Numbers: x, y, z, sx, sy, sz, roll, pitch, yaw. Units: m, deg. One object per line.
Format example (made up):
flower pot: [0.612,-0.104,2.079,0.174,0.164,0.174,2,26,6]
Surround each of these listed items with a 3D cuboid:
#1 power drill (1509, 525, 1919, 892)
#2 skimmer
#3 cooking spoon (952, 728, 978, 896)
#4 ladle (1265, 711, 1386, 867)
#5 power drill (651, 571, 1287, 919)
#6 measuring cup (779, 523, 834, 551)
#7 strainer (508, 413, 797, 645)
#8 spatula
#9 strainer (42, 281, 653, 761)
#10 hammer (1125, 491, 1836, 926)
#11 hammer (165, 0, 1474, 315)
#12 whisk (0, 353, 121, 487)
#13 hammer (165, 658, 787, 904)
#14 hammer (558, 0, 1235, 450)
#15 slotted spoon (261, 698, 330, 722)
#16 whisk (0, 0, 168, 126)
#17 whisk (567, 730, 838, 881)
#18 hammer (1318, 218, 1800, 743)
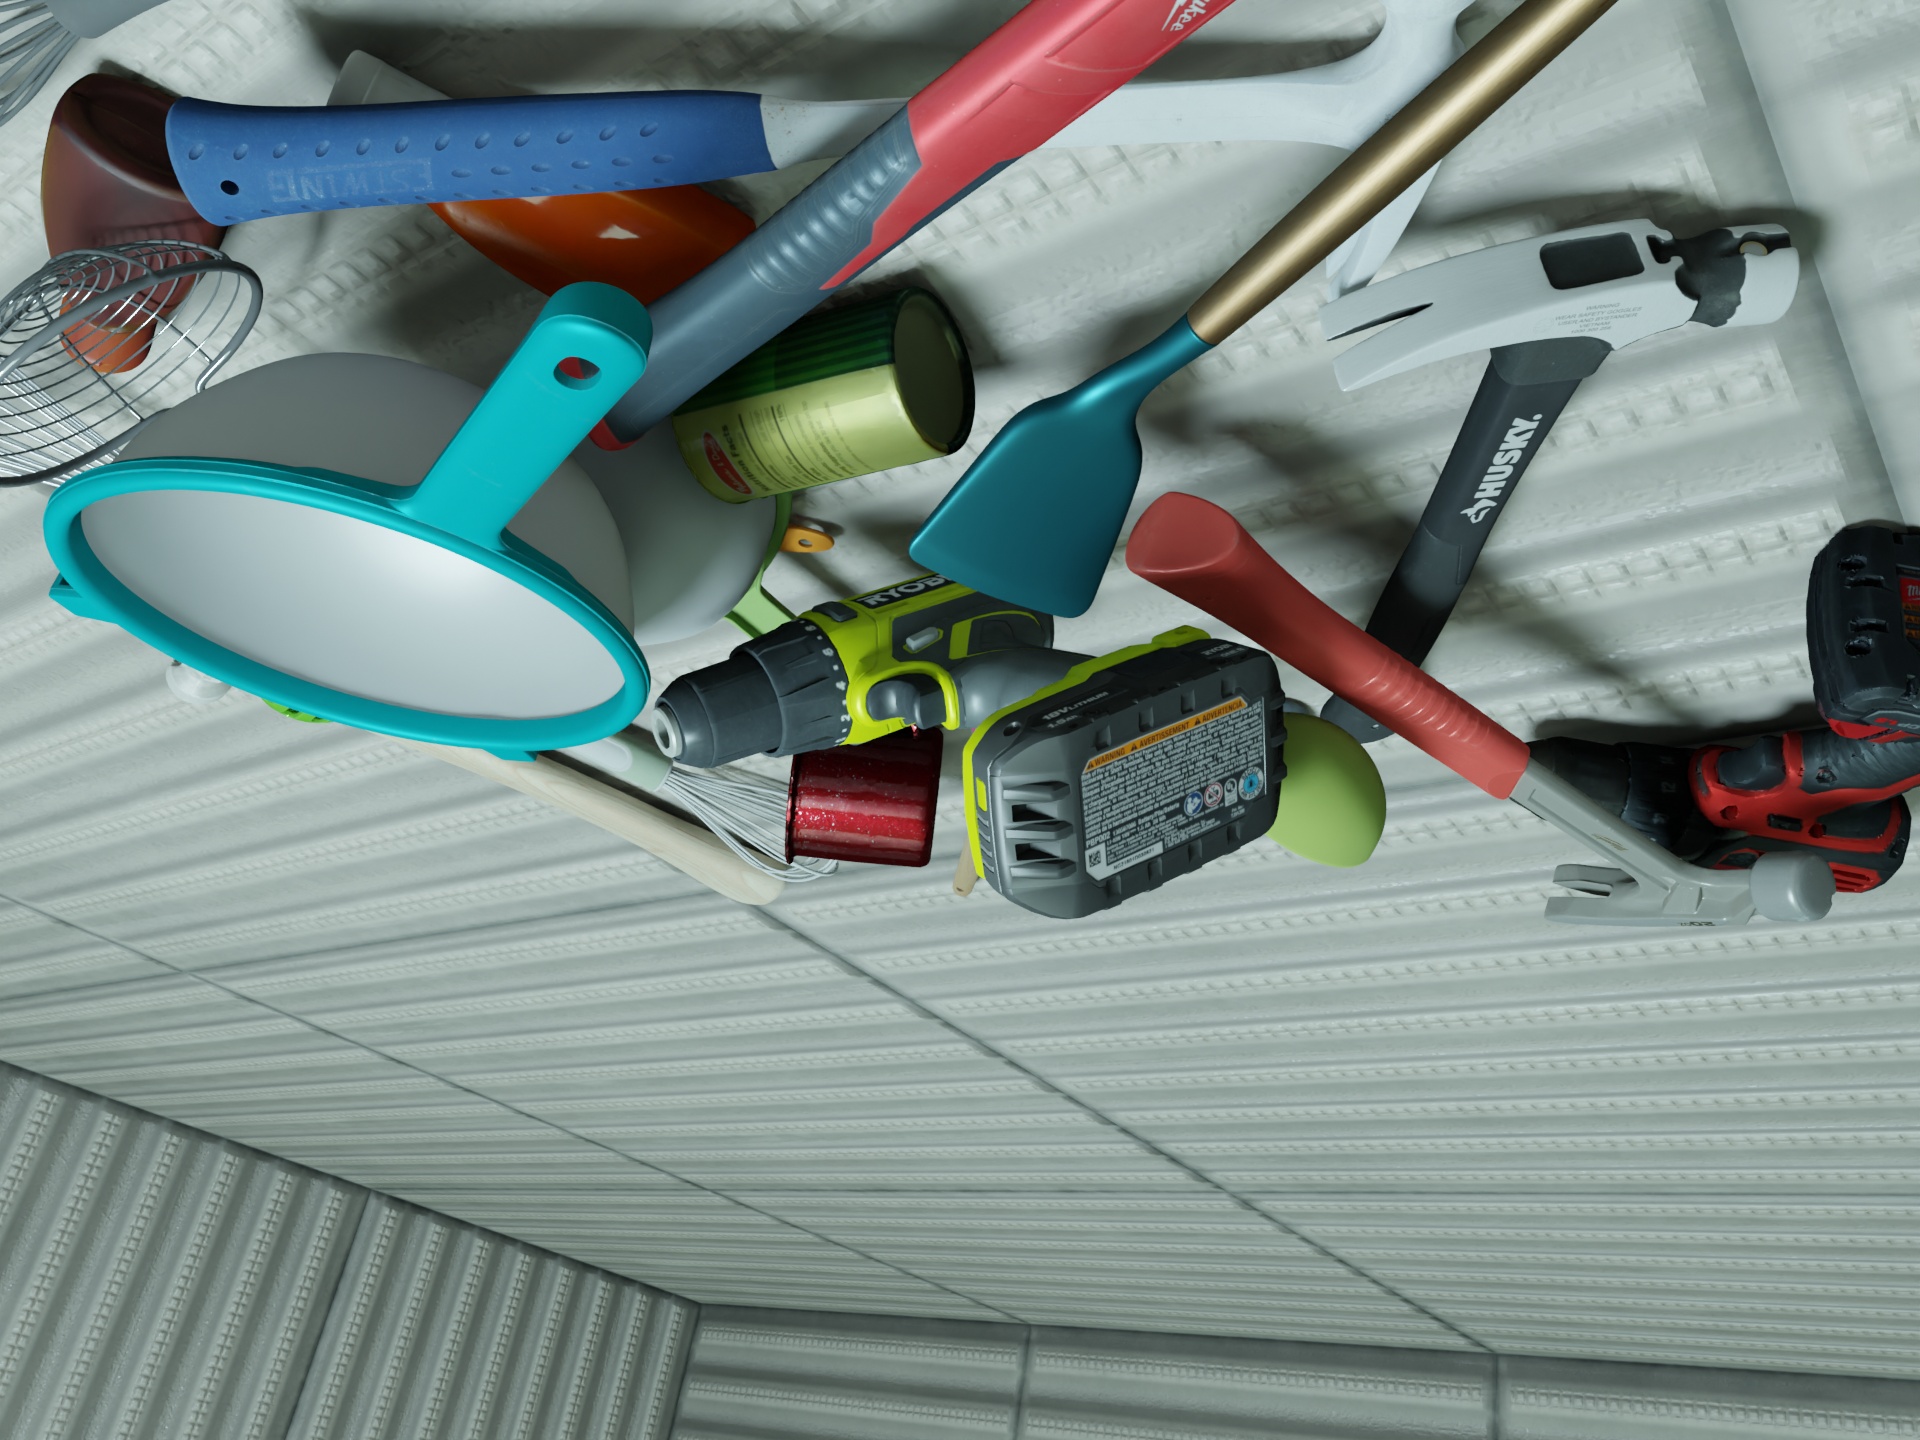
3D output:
power drill: [0.370,0.007,0.716,0.188,0.080,0.226,11,154,1]
skimmer: [-0.274,-0.073,0.704,0.127,0.090,0.362,-40,146,-2]
cooking spoon: [0.022,0.042,0.955,0.069,0.017,0.318,23,151,4]
ladle: [0.102,0.035,0.780,0.078,0.062,0.320,21,170,-16]
power drill: [-0.001,-0.002,0.651,0.229,0.190,0.080,24,127,51]
measuring cup: [-0.147,-0.072,0.772,0.173,0.052,0.095,4,151,17]
strainer: [-0.114,-0.051,0.722,0.151,0.069,0.256,-34,130,19]
spatula: [0.097,-0.132,0.507,0.082,0.044,0.317,18,146,-28]
strainer: [-0.175,-0.088,0.541,0.210,0.095,0.340,22,153,-28]
hammer: [0.211,0.008,0.694,0.358,0.037,0.149,29,161,-24]
hammer: [-0.049,-0.183,0.510,0.405,0.035,0.144,-1,151,6]
whisk: [-0.400,-0.114,0.750,0.284,0.070,0.070,29,147,-19]
hammer: [-0.282,0.027,1.018,0.410,0.038,0.146,28,146,-29]
hammer: [0.016,-0.164,0.451,0.143,0.038,0.386,8,158,-43]
slotted spoon: [-0.292,-0.068,0.820,0.070,0.031,0.313,29,137,-29]
whisk: [-0.298,-0.243,0.532,0.239,0.055,0.055,-10,145,26]
whisk: [-0.179,0.037,0.991,0.246,0.059,0.058,29,108,-22]
hammer: [0.194,-0.072,0.650,0.146,0.035,0.334,-6,154,-3]
